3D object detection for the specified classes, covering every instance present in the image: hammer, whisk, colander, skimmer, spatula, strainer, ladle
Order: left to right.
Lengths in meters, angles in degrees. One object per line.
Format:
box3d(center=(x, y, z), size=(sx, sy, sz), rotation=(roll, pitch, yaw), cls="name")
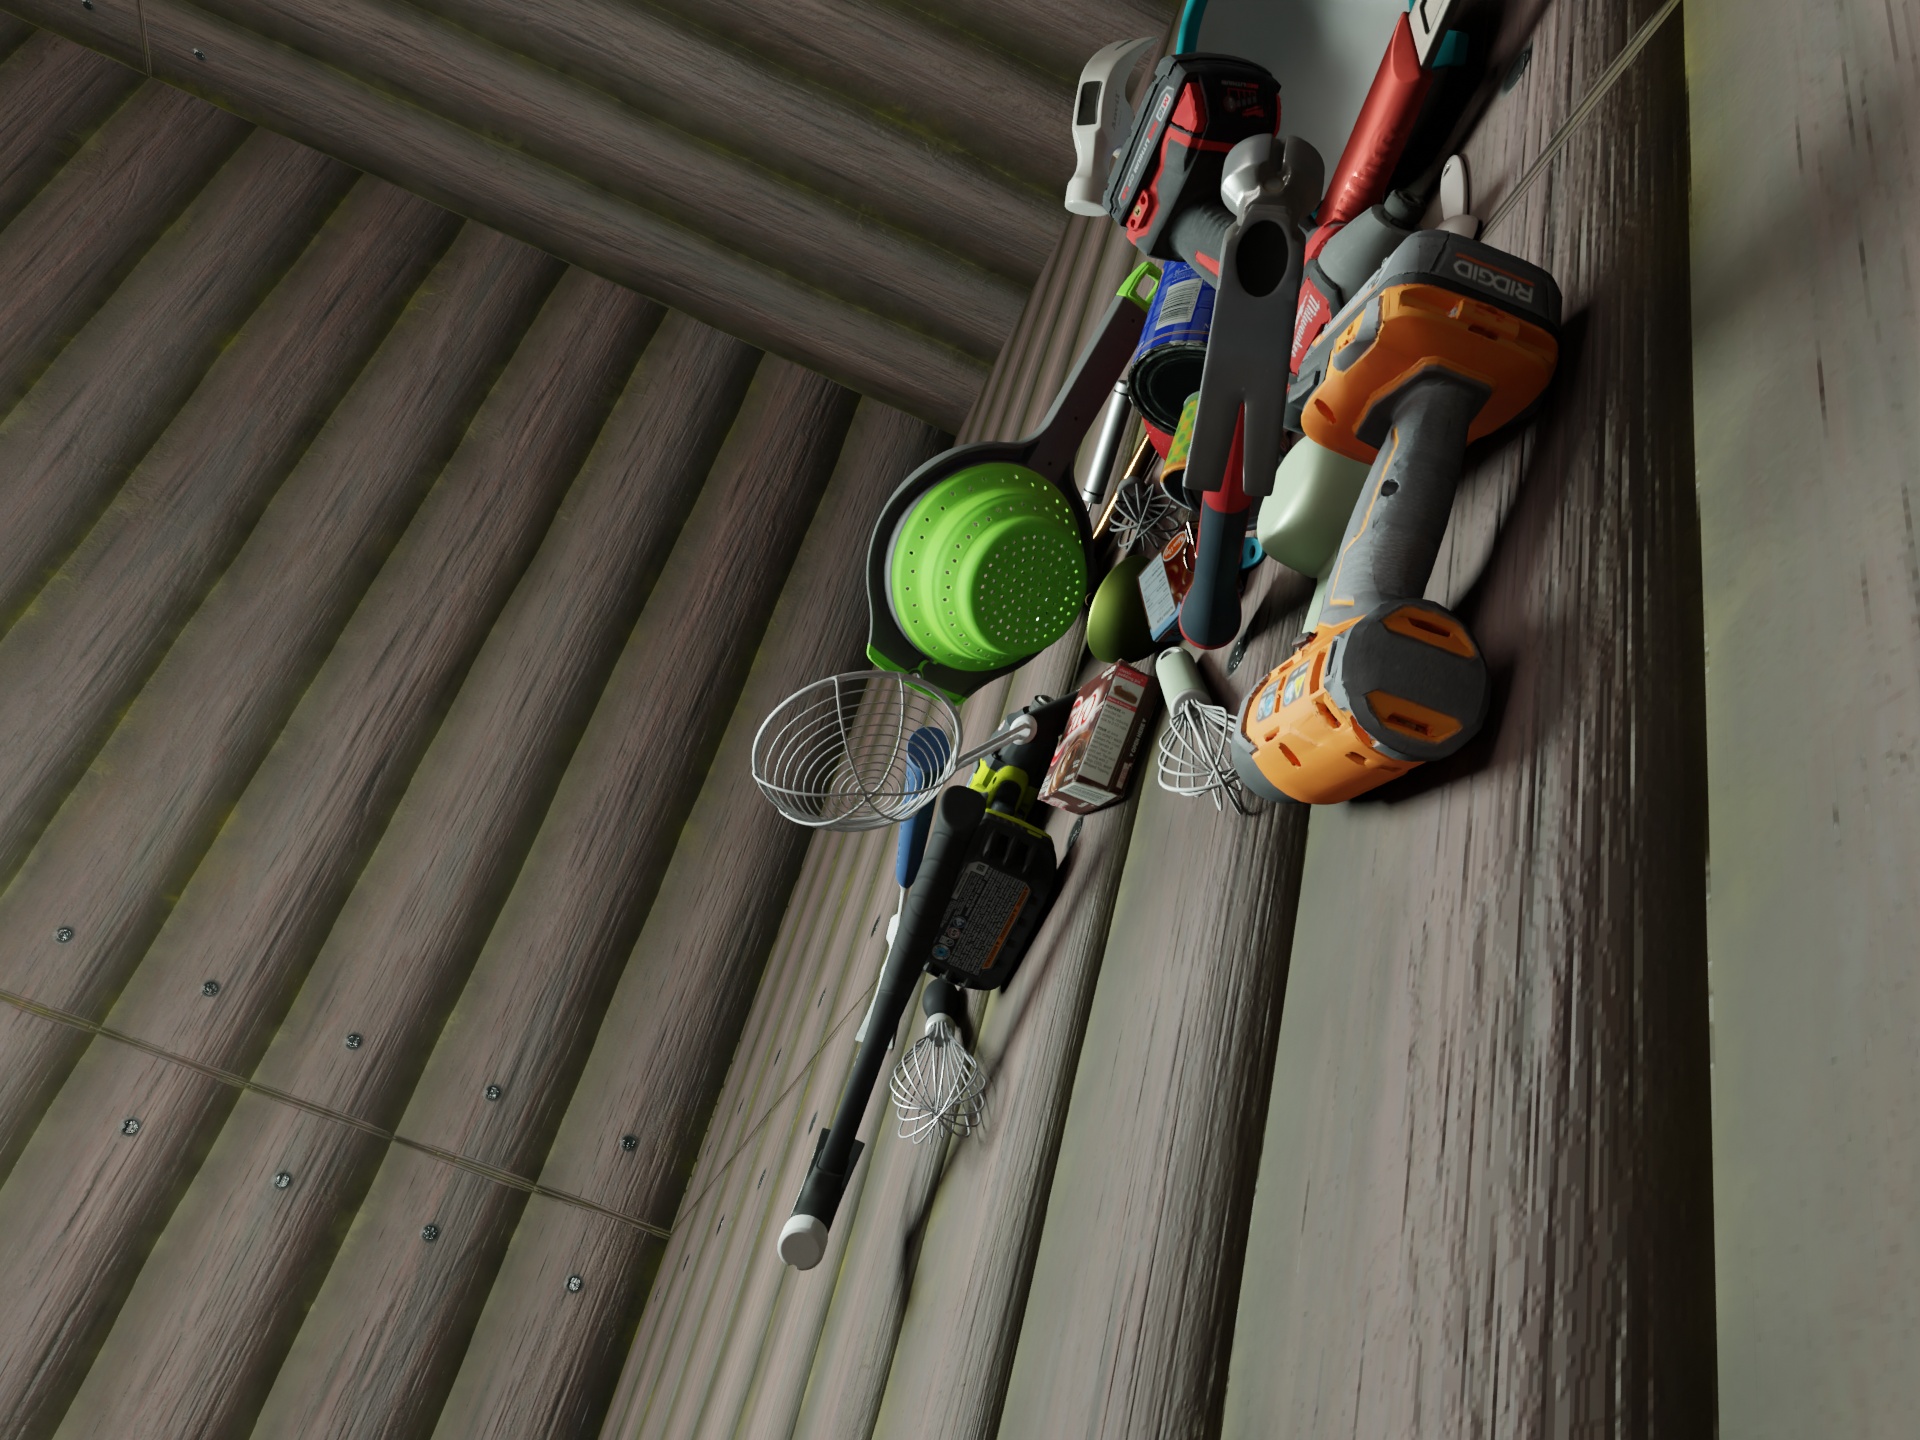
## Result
box3d(center=(-0.050, 0.202, 1.102), size=(0.146, 0.035, 0.334), rotation=(-62, -8, -79), cls="hammer")
box3d(center=(-0.047, 0.144, 1.372), size=(0.405, 0.035, 0.144), rotation=(100, -176, -54), cls="hammer")
box3d(center=(-0.014, 0.236, 1.162), size=(0.284, 0.070, 0.070), rotation=(-89, 22, -82), cls="whisk")
box3d(center=(-0.002, -0.003, 1.070), size=(0.127, 0.090, 0.363), rotation=(-48, -12, 26), cls="skimmer")
box3d(center=(0.076, -0.186, 1.277), size=(0.397, 0.204, 0.095), rotation=(-60, 32, 3), cls="colander")
box3d(center=(0.116, -0.189, 1.397), size=(0.087, 0.050, 0.258), rotation=(-59, -14, -67), cls="strainer")
box3d(center=(0.112, -0.090, 1.220), size=(0.320, 0.062, 0.078), rotation=(-113, 44, -82), cls="ladle")
box3d(center=(0.153, -0.237, 1.403), size=(0.081, 0.041, 0.322), rotation=(-81, 15, -57), cls="spatula")
box3d(center=(0.143, -0.175, 1.282), size=(0.239, 0.055, 0.055), rotation=(-79, 14, -74), cls="whisk")
box3d(center=(0.162, -0.396, 1.174), size=(0.331, 0.031, 0.130), rotation=(3, -85, -62), cls="hammer")
box3d(center=(0.132, -0.003, 0.898), size=(0.058, 0.059, 0.246), rotation=(-28, 13, 10), cls="whisk")
box3d(center=(0.125, -0.096, 0.755), size=(0.386, 0.038, 0.143), rotation=(72, -152, -72), cls="hammer")
box3d(center=(0.219, -0.480, 1.045), size=(0.211, 0.095, 0.341), rotation=(-46, 58, 50), cls="strainer")
box3d(center=(0.242, -0.356, 0.919), size=(0.149, 0.036, 0.358), rotation=(53, 137, 38), cls="hammer")

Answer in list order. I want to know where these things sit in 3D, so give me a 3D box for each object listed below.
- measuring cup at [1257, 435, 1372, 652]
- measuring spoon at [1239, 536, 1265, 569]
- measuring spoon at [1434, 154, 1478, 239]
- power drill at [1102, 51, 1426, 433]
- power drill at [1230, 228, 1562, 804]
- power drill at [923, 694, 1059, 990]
box3d(center=(0.175, -0.082, 0.827), size=(0.083, 0.038, 0.168), rotation=(125, 167, -57), cls="measuring cup")
box3d(center=(0.171, -0.103, 1.021), size=(0.129, 0.021, 0.042), rotation=(-175, 91, -72), cls="measuring spoon")
box3d(center=(0.264, -0.282, 0.869), size=(0.124, 0.018, 0.034), rotation=(-74, 10, -46), cls="measuring spoon")
box3d(center=(0.181, -0.287, 0.925), size=(0.220, 0.078, 0.143), rotation=(61, 143, 32), cls="power drill")
box3d(center=(0.174, -0.073, 0.681), size=(0.164, 0.084, 0.227), rotation=(130, 157, -71), cls="power drill")
box3d(center=(0.027, 0.087, 1.221), size=(0.223, 0.080, 0.171), rotation=(-77, 11, -65), cls="power drill")
